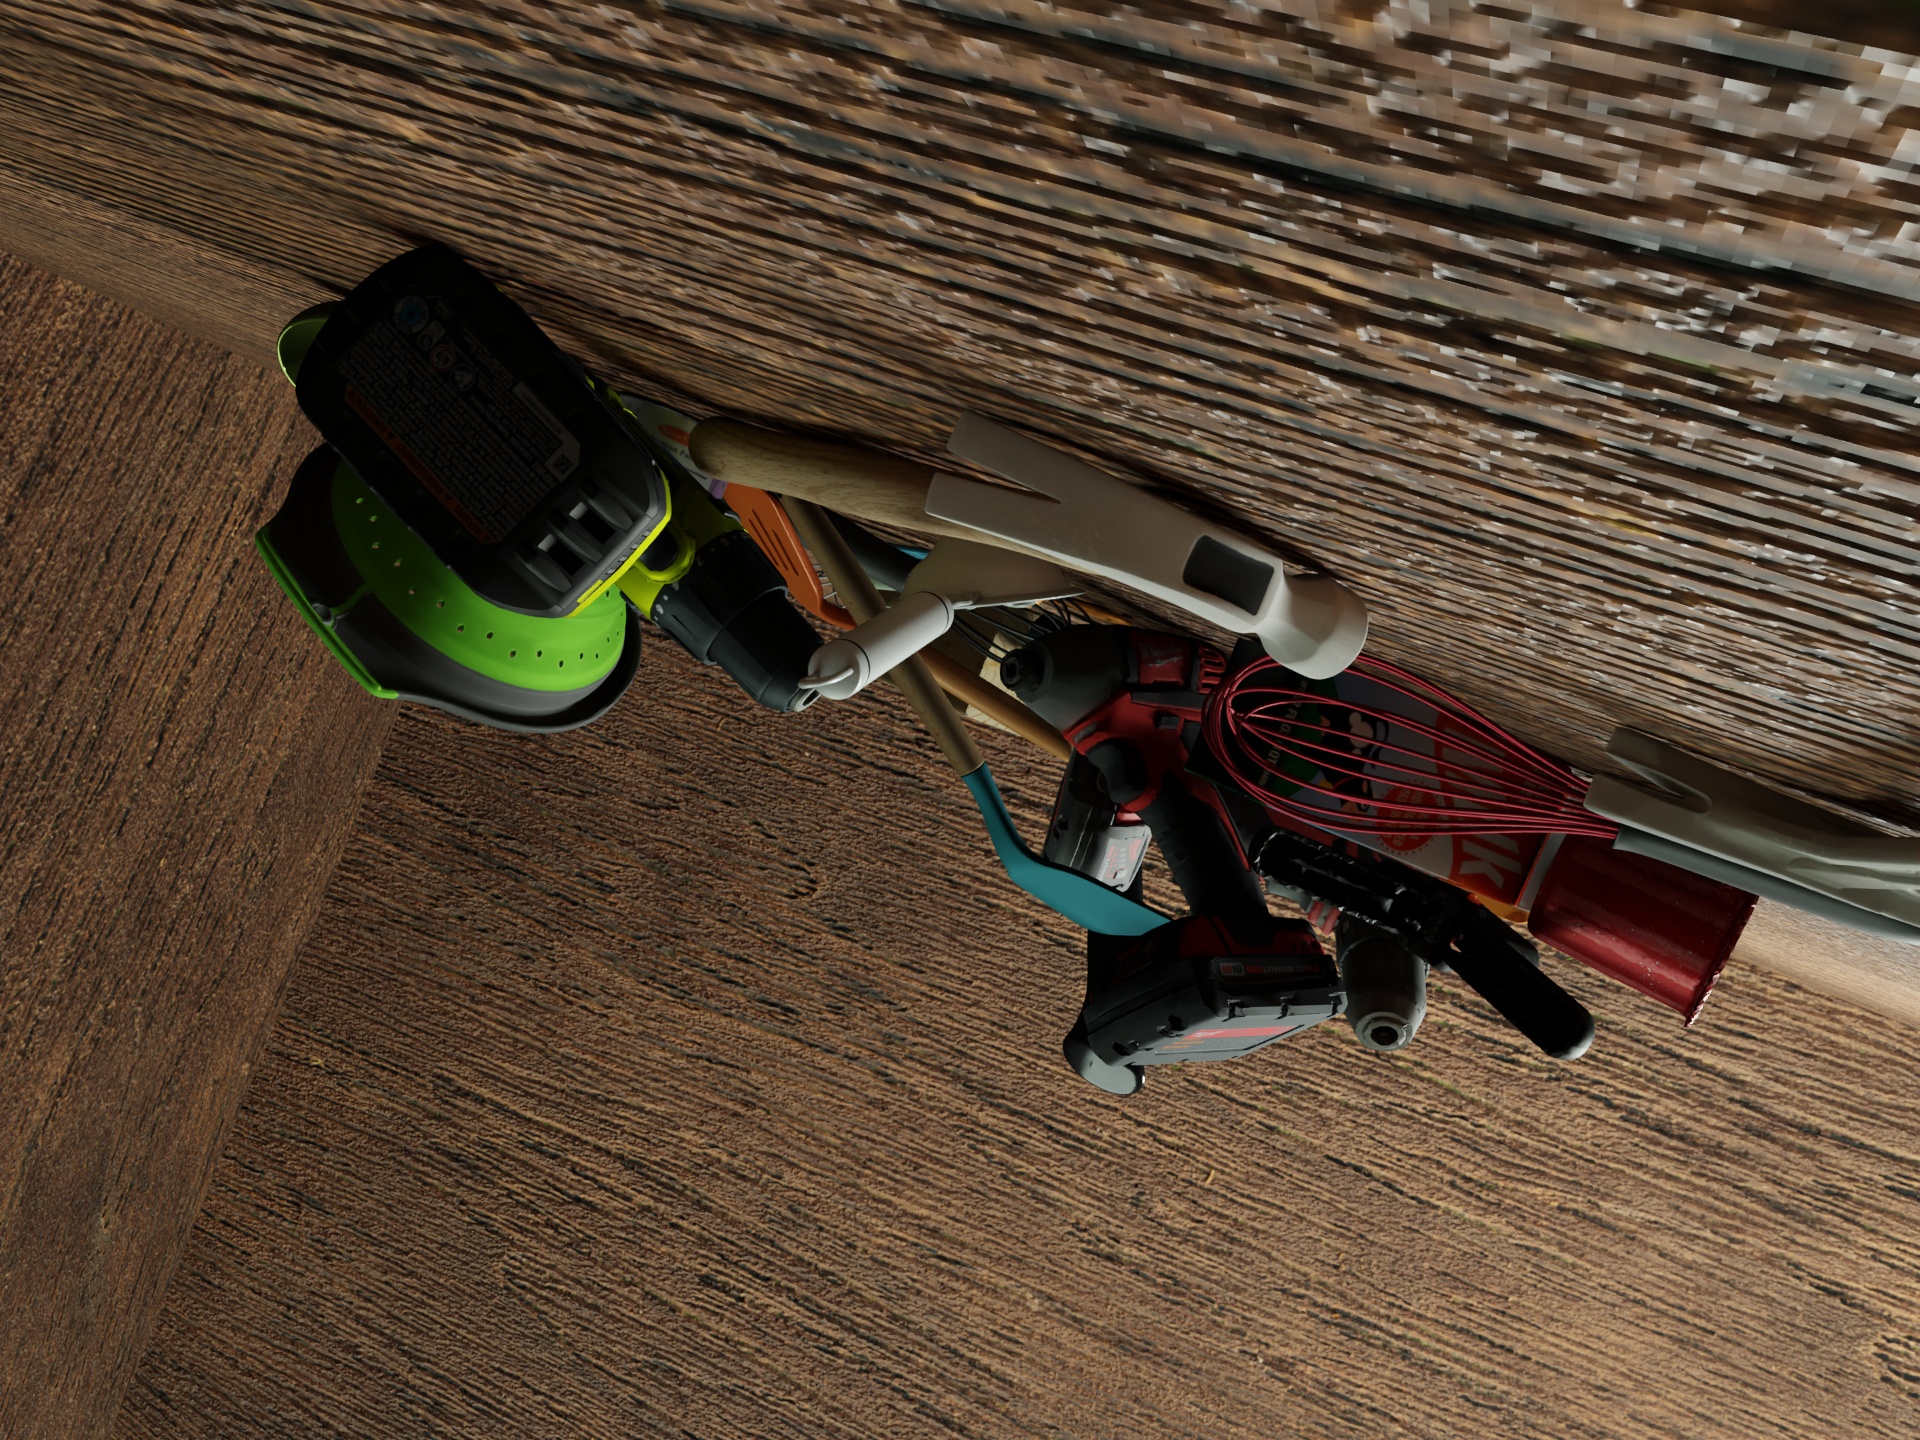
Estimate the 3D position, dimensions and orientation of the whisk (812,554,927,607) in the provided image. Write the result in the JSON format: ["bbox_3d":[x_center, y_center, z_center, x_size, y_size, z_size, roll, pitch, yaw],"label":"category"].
[{"bbox_3d":[-0.058,-0.104,1.102,0.059,0.057,0.246,-15,-169,-19],"label":"whisk"}]

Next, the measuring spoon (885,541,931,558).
[{"bbox_3d":[-0.067,-0.120,1.001,0.129,0.021,0.042,12,176,25],"label":"measuring spoon"}]

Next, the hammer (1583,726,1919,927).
[{"bbox_3d":[0.251,0.032,0.371,0.149,0.037,0.359,22,-179,13],"label":"hammer"}]

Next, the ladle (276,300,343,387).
[{"bbox_3d":[-0.284,-0.172,0.754,0.078,0.062,0.320,28,179,-25],"label":"ladle"}]

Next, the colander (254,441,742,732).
[{"bbox_3d":[-0.204,-0.121,0.913,0.204,0.094,0.397,51,-152,4],"label":"colander"}]

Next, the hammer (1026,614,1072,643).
[{"bbox_3d":[0.193,0.004,0.899,0.331,0.033,0.128,20,180,19],"label":"hammer"}]

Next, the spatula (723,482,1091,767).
[{"bbox_3d":[-0.016,-0.043,0.912,0.322,0.041,0.081,31,179,-35],"label":"spatula"}]

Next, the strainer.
[{"bbox_3d":[-0.009,-0.045,0.618,0.087,0.050,0.258,-2,-166,17],"label":"strainer"}]

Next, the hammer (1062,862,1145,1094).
[{"bbox_3d":[0.104,0.072,0.997,0.149,0.036,0.409,15,-145,-3],"label":"hammer"}]

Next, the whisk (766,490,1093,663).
[{"bbox_3d":[-0.026,-0.086,0.932,0.239,0.055,0.055,28,-177,23],"label":"whisk"}]

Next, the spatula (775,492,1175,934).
[{"bbox_3d":[-0.001,-0.003,0.821,0.317,0.044,0.082,57,151,-10],"label":"spatula"}]

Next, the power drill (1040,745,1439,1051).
[{"bbox_3d":[0.162,0.086,0.900,0.226,0.080,0.188,17,-143,2],"label":"power drill"}]

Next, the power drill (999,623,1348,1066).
[{"bbox_3d":[0.097,0.052,0.786,0.143,0.220,0.078,7,149,-39],"label":"power drill"}]

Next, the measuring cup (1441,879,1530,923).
[{"bbox_3d":[0.384,0.084,0.975,0.173,0.052,0.095,4,-158,11],"label":"measuring cup"}]

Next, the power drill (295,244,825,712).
[{"bbox_3d":[-0.143,-0.084,0.644,0.190,0.080,0.228,46,-177,9],"label":"power drill"}]

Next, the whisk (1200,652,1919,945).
[{"bbox_3d":[0.236,0.032,0.616,0.296,0.073,0.073,17,179,18],"label":"whisk"}]

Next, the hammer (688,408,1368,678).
[{"bbox_3d":[-0.016,-0.082,0.574,0.130,0.031,0.331,21,-178,-38],"label":"hammer"}]

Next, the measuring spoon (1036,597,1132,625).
[{"bbox_3d":[0.064,-0.065,0.937,0.021,0.011,0.117,21,-179,-32],"label":"measuring spoon"}]
